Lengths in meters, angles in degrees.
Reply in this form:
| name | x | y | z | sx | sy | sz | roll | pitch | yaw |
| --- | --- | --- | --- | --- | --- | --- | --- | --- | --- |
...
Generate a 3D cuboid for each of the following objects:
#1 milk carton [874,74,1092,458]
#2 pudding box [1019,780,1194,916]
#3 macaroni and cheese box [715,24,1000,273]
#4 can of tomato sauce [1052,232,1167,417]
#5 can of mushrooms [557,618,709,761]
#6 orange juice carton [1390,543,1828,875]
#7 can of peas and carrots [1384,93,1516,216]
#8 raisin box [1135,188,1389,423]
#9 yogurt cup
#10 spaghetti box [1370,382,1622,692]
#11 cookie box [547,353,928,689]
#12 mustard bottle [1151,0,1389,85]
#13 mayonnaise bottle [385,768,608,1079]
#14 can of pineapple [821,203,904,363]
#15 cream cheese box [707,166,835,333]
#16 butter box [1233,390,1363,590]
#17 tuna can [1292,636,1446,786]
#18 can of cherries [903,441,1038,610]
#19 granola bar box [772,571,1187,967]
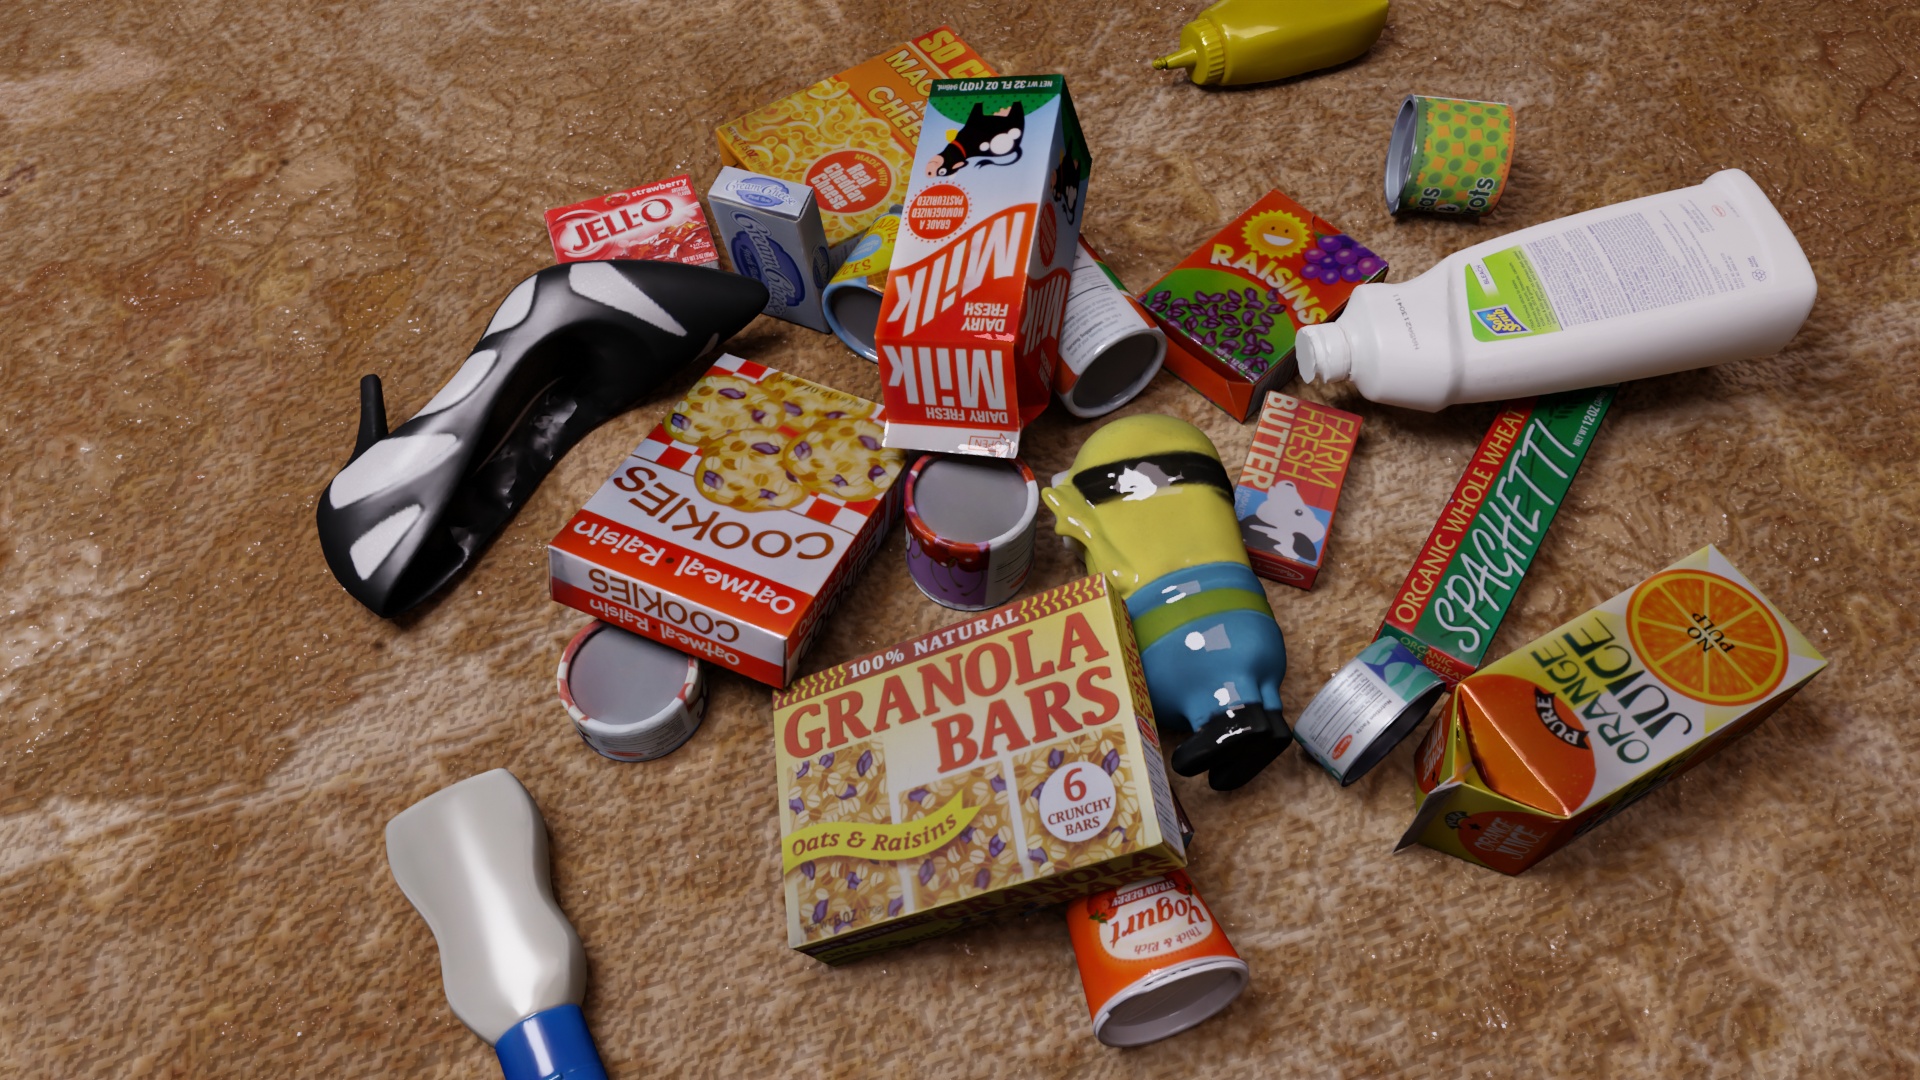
| name | x | y | z | sx | sy | sz | roll | pitch | yaw |
| --- | --- | --- | --- | --- | --- | --- | --- | --- | --- |
| milk carton | 0.011 | -0.131 | 0.695 | 0.072 | 0.073 | 0.191 | 5 | 71 | 20 |
| pudding box | 0.055 | 0.128 | 0.620 | 0.084 | 0.030 | 0.050 | -19 | 61 | -11 |
| macaroni and cheese box | -0.044 | -0.235 | 0.842 | 0.167 | 0.040 | 0.124 | -30 | 62 | -17 |
| can of tomato sauce | 0.063 | -0.117 | 0.754 | 0.071 | 0.071 | 0.083 | -26 | 62 | -15 |
| can of mushrooms | -0.155 | 0.066 | 0.658 | 0.071 | 0.033 | 0.071 | 0 | 58 | 1 |
| orange juice carton | 0.277 | 0.084 | 0.622 | 0.193 | 0.071 | 0.073 | -25 | 61 | -15 |
| can of peas and carrots | 0.288 | -0.225 | 0.821 | 0.059 | 0.070 | 0.071 | 7 | 58 | 4 |
| raisin box | 0.167 | -0.134 | 0.779 | 0.124 | 0.040 | 0.086 | -40 | 65 | -22 |
| yogurt cup | 0.078 | 0.169 | 0.575 | 0.072 | 0.072 | 0.054 | -16 | 51 | -9 |
| spaghetti box | 0.287 | -0.030 | 0.719 | 0.050 | 0.028 | 0.251 | 28 | 62 | 18 |
| cookie box | -0.103 | -0.015 | 0.683 | 0.123 | 0.040 | 0.168 | 20 | 45 | 12 |
| mustard bottle | 0.193 | -0.326 | 0.894 | 0.160 | 0.048 | 0.065 | -20 | 60 | -11 |
| mayonnaise bottle | -0.191 | 0.173 | 0.587 | 0.065 | 0.041 | 0.148 | -25 | 62 | -13 |
| can of pineapple | -0.036 | -0.139 | 0.765 | 0.071 | 0.070 | 0.058 | 23 | 61 | 14 |
| cream cheese box | -0.099 | -0.156 | 0.756 | 0.053 | 0.103 | 0.024 | 17 | 67 | 13 |
| butter box | 0.171 | -0.028 | 0.721 | 0.053 | 0.024 | 0.104 | 18 | 60 | 12 |
| tuna can | 0.186 | 0.077 | 0.632 | 0.071 | 0.070 | 0.033 | -34 | 63 | -19 |
| can of cherries | 0.002 | -0.009 | 0.689 | 0.071 | 0.058 | 0.072 | 0 | 58 | 0 |
| granola bar box | 0.003 | 0.099 | 0.596 | 0.165 | 0.039 | 0.125 | -20 | 56 | 17 |
